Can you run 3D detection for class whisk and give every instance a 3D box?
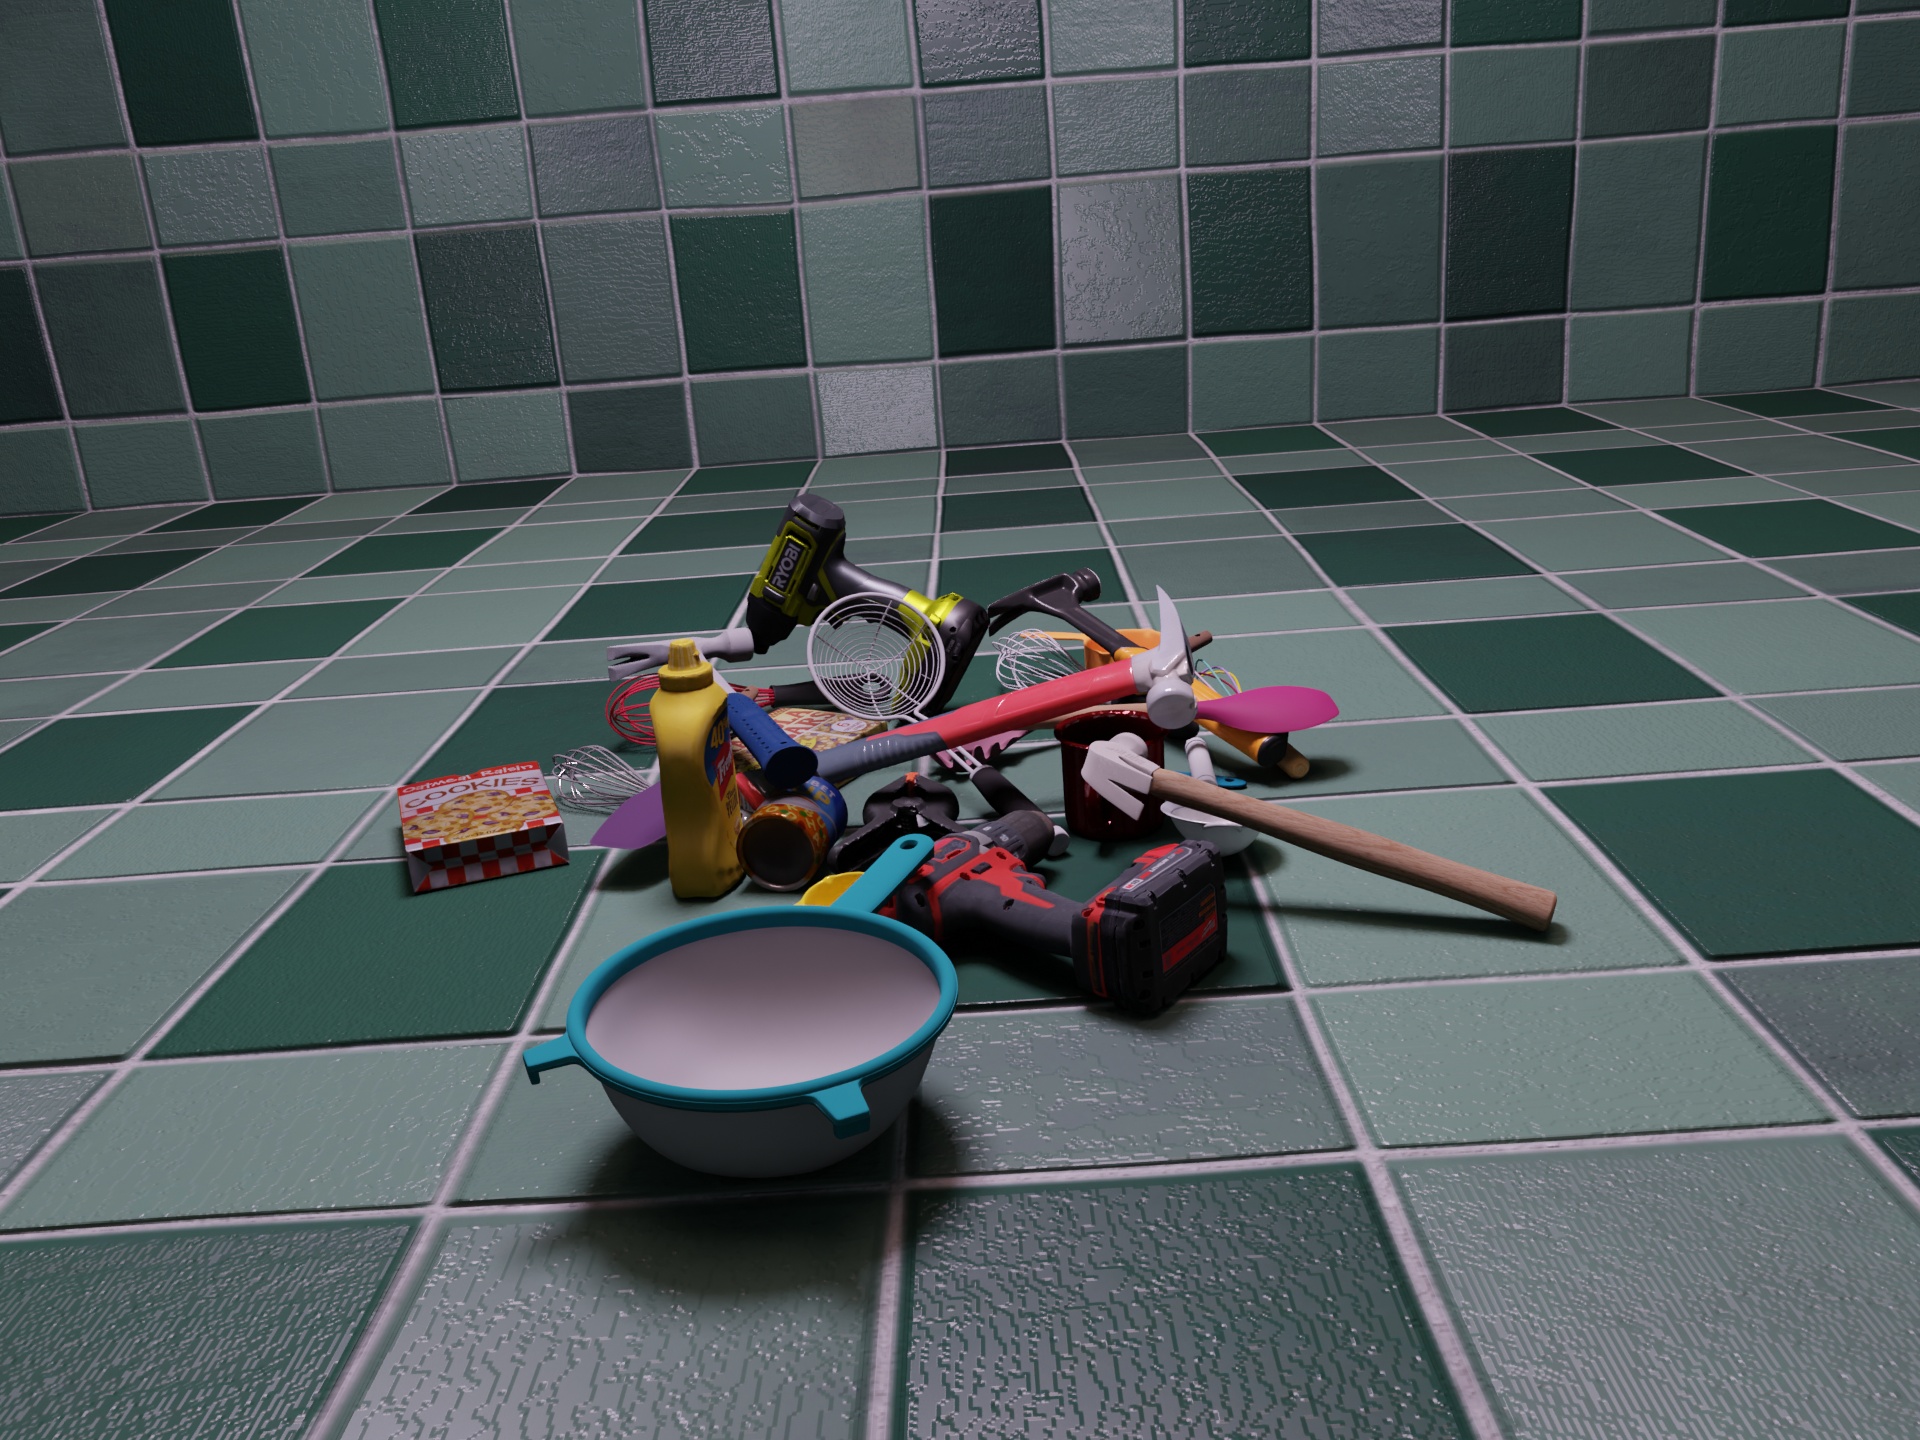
[{"bbox_3d":[0.127,-0.032,1.552,0.070,0.070,0.285,-17,27,-34],"label":"whisk"},{"bbox_3d":[-0.265,0.066,1.369,0.246,0.059,0.058,14,62,34],"label":"whisk"},{"bbox_3d":[-0.208,-0.021,1.595,0.295,0.073,0.073,-6,18,-22],"label":"whisk"},{"bbox_3d":[0.262,-0.003,1.455,0.047,0.051,0.245,-3,21,-13],"label":"whisk"}]

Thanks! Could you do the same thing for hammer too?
[{"bbox_3d":[-0.208,-0.017,1.387,0.144,0.035,0.406,-8,18,-20],"label":"hammer"},{"bbox_3d":[0.240,0.077,1.096,0.331,0.031,0.130,19,13,17],"label":"hammer"},{"bbox_3d":[-0.002,-0.004,1.282,0.386,0.038,0.143,-16,38,15],"label":"hammer"},{"bbox_3d":[0.165,-0.047,1.447,0.127,0.034,0.337,-23,39,-26],"label":"hammer"}]

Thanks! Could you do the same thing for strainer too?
[{"bbox_3d":[-0.083,0.168,0.933,0.211,0.095,0.340,4,19,19],"label":"strainer"},{"bbox_3d":[0.198,0.058,1.269,0.087,0.050,0.258,4,18,2],"label":"strainer"}]

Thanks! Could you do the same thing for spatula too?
[{"bbox_3d":[-0.229,0.036,1.362,0.060,0.018,0.316,4,24,11],"label":"spatula"}]

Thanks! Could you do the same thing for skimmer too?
[{"bbox_3d":[-0.015,-0.003,1.353,0.127,0.090,0.364,-22,34,-20],"label":"skimmer"}]

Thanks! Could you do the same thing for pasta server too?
[{"bbox_3d":[0.105,-0.024,1.471,0.316,0.040,0.060,-25,35,-21],"label":"pasta server"}]

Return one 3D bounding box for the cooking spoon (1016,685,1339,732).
[{"bbox_3d":[0.164,-0.007,1.335,0.319,0.017,0.069,-4,34,-9],"label":"cooking spoon"}]

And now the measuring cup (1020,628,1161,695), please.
[{"bbox_3d":[0.136,-0.062,1.644,0.174,0.052,0.095,7,21,36],"label":"measuring cup"}]

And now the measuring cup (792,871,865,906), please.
[{"bbox_3d":[-0.126,0.151,1.118,0.156,0.029,0.062,-23,23,-16],"label":"measuring cup"}]

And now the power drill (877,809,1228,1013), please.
[{"bbox_3d":[0.069,0.116,1.092,0.227,0.080,0.188,6,20,37],"label":"power drill"}]

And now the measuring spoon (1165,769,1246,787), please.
[{"bbox_3d":[0.186,0.040,1.371,0.129,0.021,0.042,7,21,30],"label":"measuring spoon"}]

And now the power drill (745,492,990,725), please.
[{"bbox_3d":[-0.099,-0.097,1.563,0.223,0.171,0.080,31,26,7],"label":"power drill"}]
